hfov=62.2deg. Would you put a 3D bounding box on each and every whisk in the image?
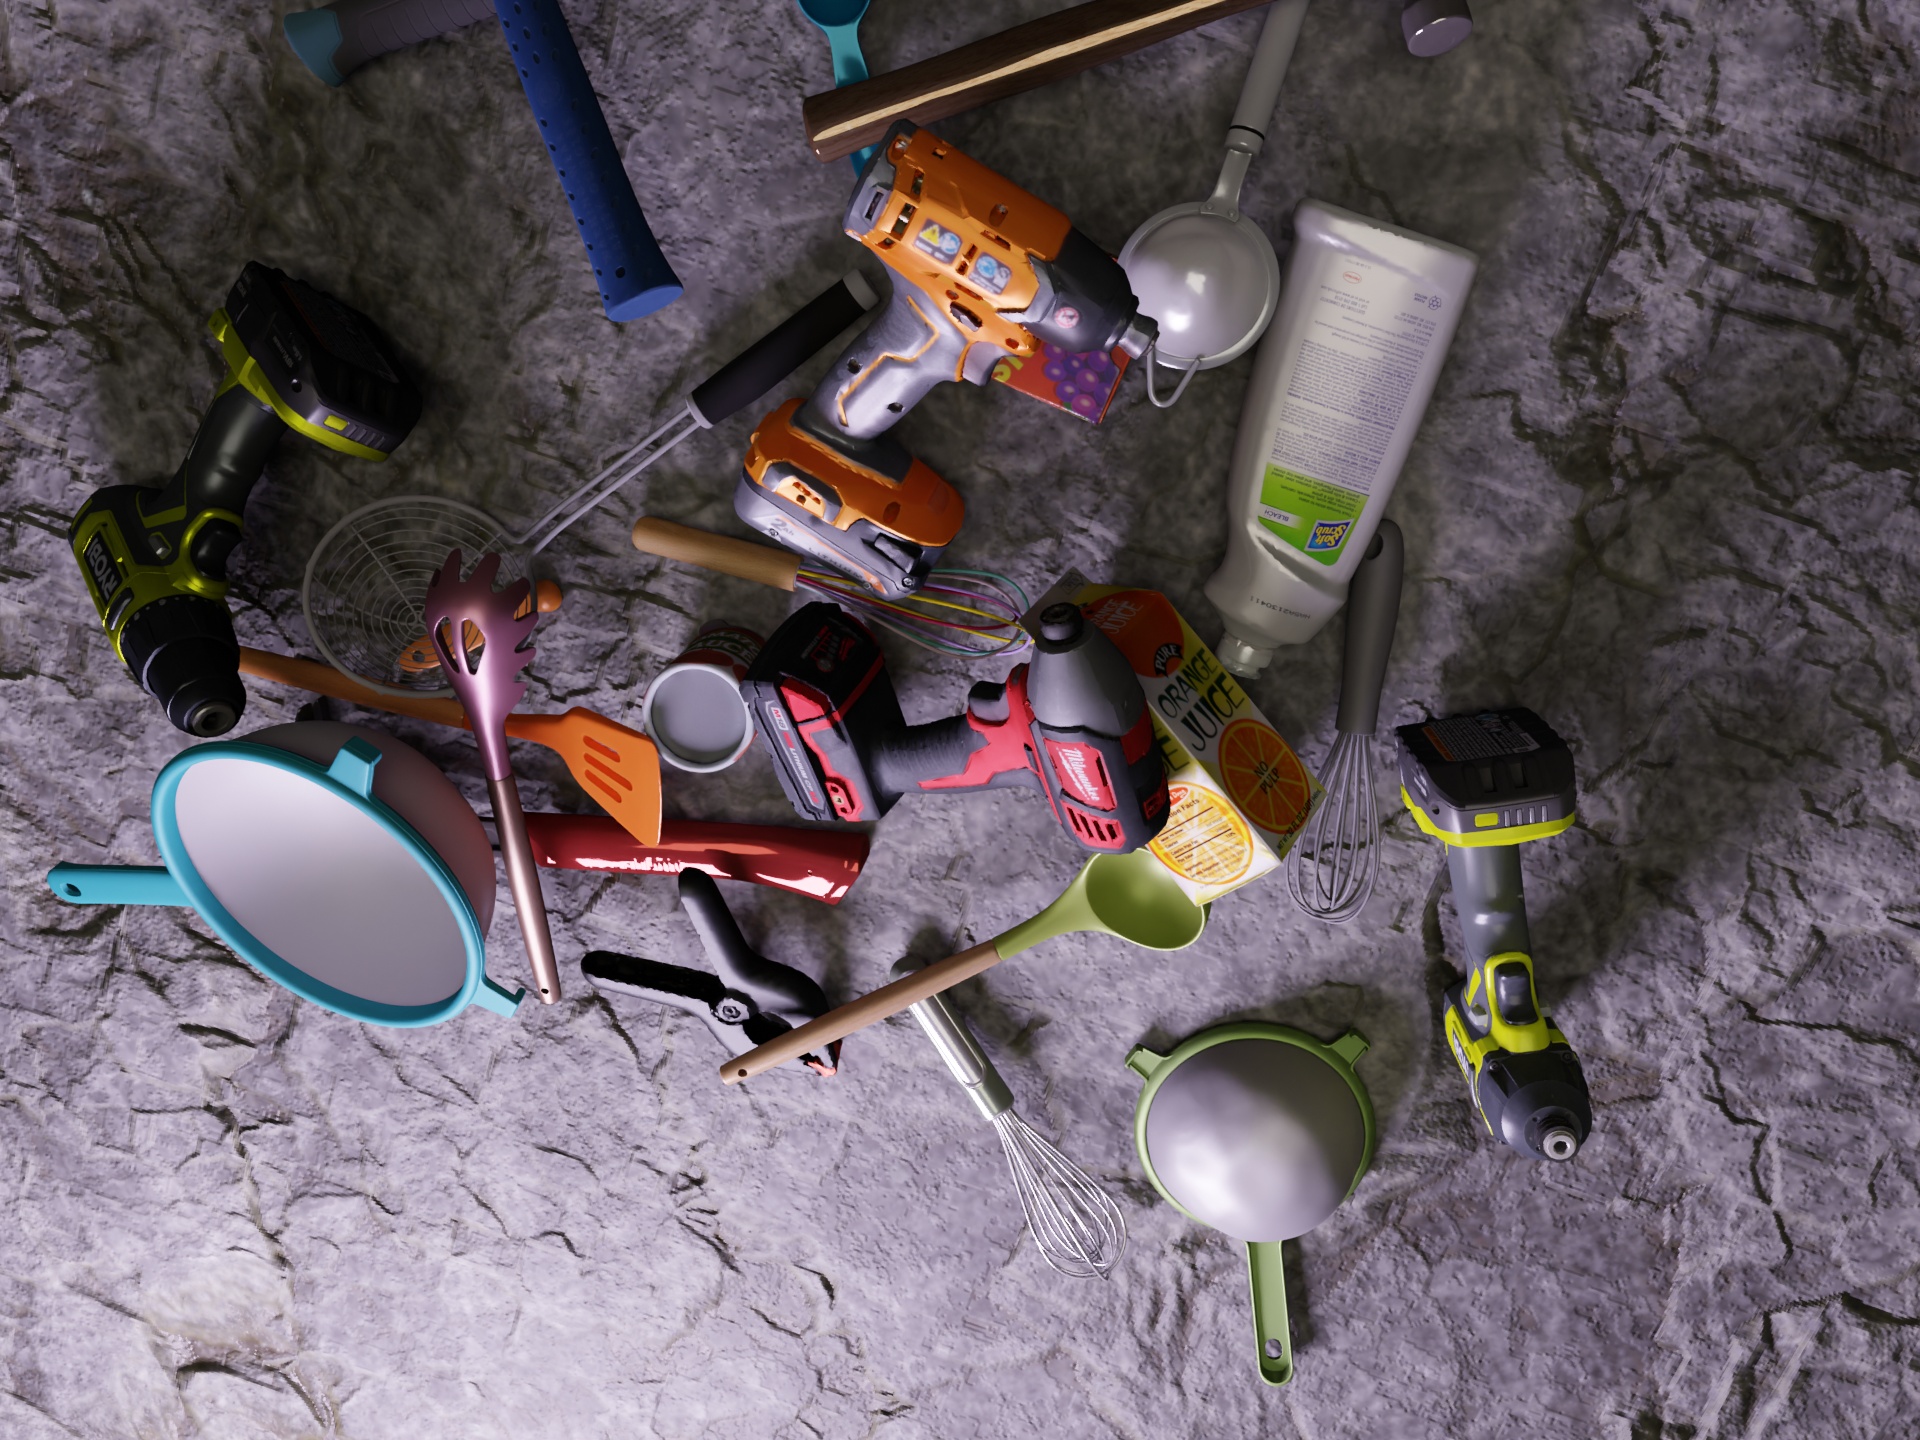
[{"bbox_3d":[0.225,0.003,0.912,0.055,0.055,0.239,7,102,4],"label":"whisk"},{"bbox_3d":[-0.073,-0.082,0.921,0.245,0.047,0.051,15,109,5],"label":"whisk"},{"bbox_3d":[0.028,0.252,1.005,0.058,0.059,0.246,-33,96,2],"label":"whisk"}]

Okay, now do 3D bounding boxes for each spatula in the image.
[{"bbox_3d":[-0.320,-0.003,0.947,0.322,0.041,0.081,14,127,9],"label":"spatula"}]

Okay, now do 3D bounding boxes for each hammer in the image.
[{"bbox_3d":[-0.239,-0.398,0.808,0.144,0.035,0.405,-21,90,14],"label":"hammer"},{"bbox_3d":[-0.207,-0.403,0.835,0.331,0.033,0.128,-13,91,14],"label":"hammer"},{"bbox_3d":[0.076,-0.353,0.805,0.331,0.031,0.130,-14,79,13],"label":"hammer"},{"bbox_3d":[-0.236,0.067,0.986,0.359,0.037,0.149,3,107,6],"label":"hammer"}]

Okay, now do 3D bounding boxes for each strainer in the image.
[{"bbox_3d":[0.141,-0.289,0.814,0.087,0.050,0.258,19,92,12],"label":"strainer"},{"bbox_3d":[0.189,0.318,0.993,0.151,0.069,0.256,-6,104,8],"label":"strainer"},{"bbox_3d":[-0.405,0.075,0.951,0.340,0.095,0.210,-2,126,27],"label":"strainer"}]

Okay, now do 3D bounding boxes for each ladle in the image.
[{"bbox_3d":[-0.001,0.154,0.951,0.320,0.062,0.078,-25,108,5],"label":"ladle"}]

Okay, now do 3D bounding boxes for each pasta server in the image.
[{"bbox_3d":[-0.260,0.047,0.925,0.060,0.040,0.316,7,128,9],"label":"pasta server"}]

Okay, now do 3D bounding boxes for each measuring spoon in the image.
[{"bbox_3d":[-0.058,-0.349,0.856,0.042,0.021,0.128,-8,114,9],"label":"measuring spoon"},{"bbox_3d":[-0.295,-0.056,0.969,0.117,0.011,0.021,-23,102,13],"label":"measuring spoon"}]

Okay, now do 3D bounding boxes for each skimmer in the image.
[{"bbox_3d":[-0.204,-0.142,0.891,0.363,0.090,0.127,-34,82,13],"label":"skimmer"}]

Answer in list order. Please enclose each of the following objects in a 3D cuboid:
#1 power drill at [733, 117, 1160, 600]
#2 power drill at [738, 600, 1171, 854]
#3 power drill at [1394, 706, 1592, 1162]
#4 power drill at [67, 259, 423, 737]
[{"bbox_3d":[-0.011,-0.173,0.828,0.164,0.084,0.226,29,129,-6],"label":"power drill"},{"bbox_3d":[-0.001,-0.003,0.857,0.220,0.079,0.143,4,131,30],"label":"power drill"},{"bbox_3d":[0.298,0.117,0.871,0.080,0.171,0.223,-9,102,8],"label":"power drill"},{"bbox_3d":[-0.403,-0.120,0.889,0.228,0.080,0.191,-50,56,14],"label":"power drill"}]
